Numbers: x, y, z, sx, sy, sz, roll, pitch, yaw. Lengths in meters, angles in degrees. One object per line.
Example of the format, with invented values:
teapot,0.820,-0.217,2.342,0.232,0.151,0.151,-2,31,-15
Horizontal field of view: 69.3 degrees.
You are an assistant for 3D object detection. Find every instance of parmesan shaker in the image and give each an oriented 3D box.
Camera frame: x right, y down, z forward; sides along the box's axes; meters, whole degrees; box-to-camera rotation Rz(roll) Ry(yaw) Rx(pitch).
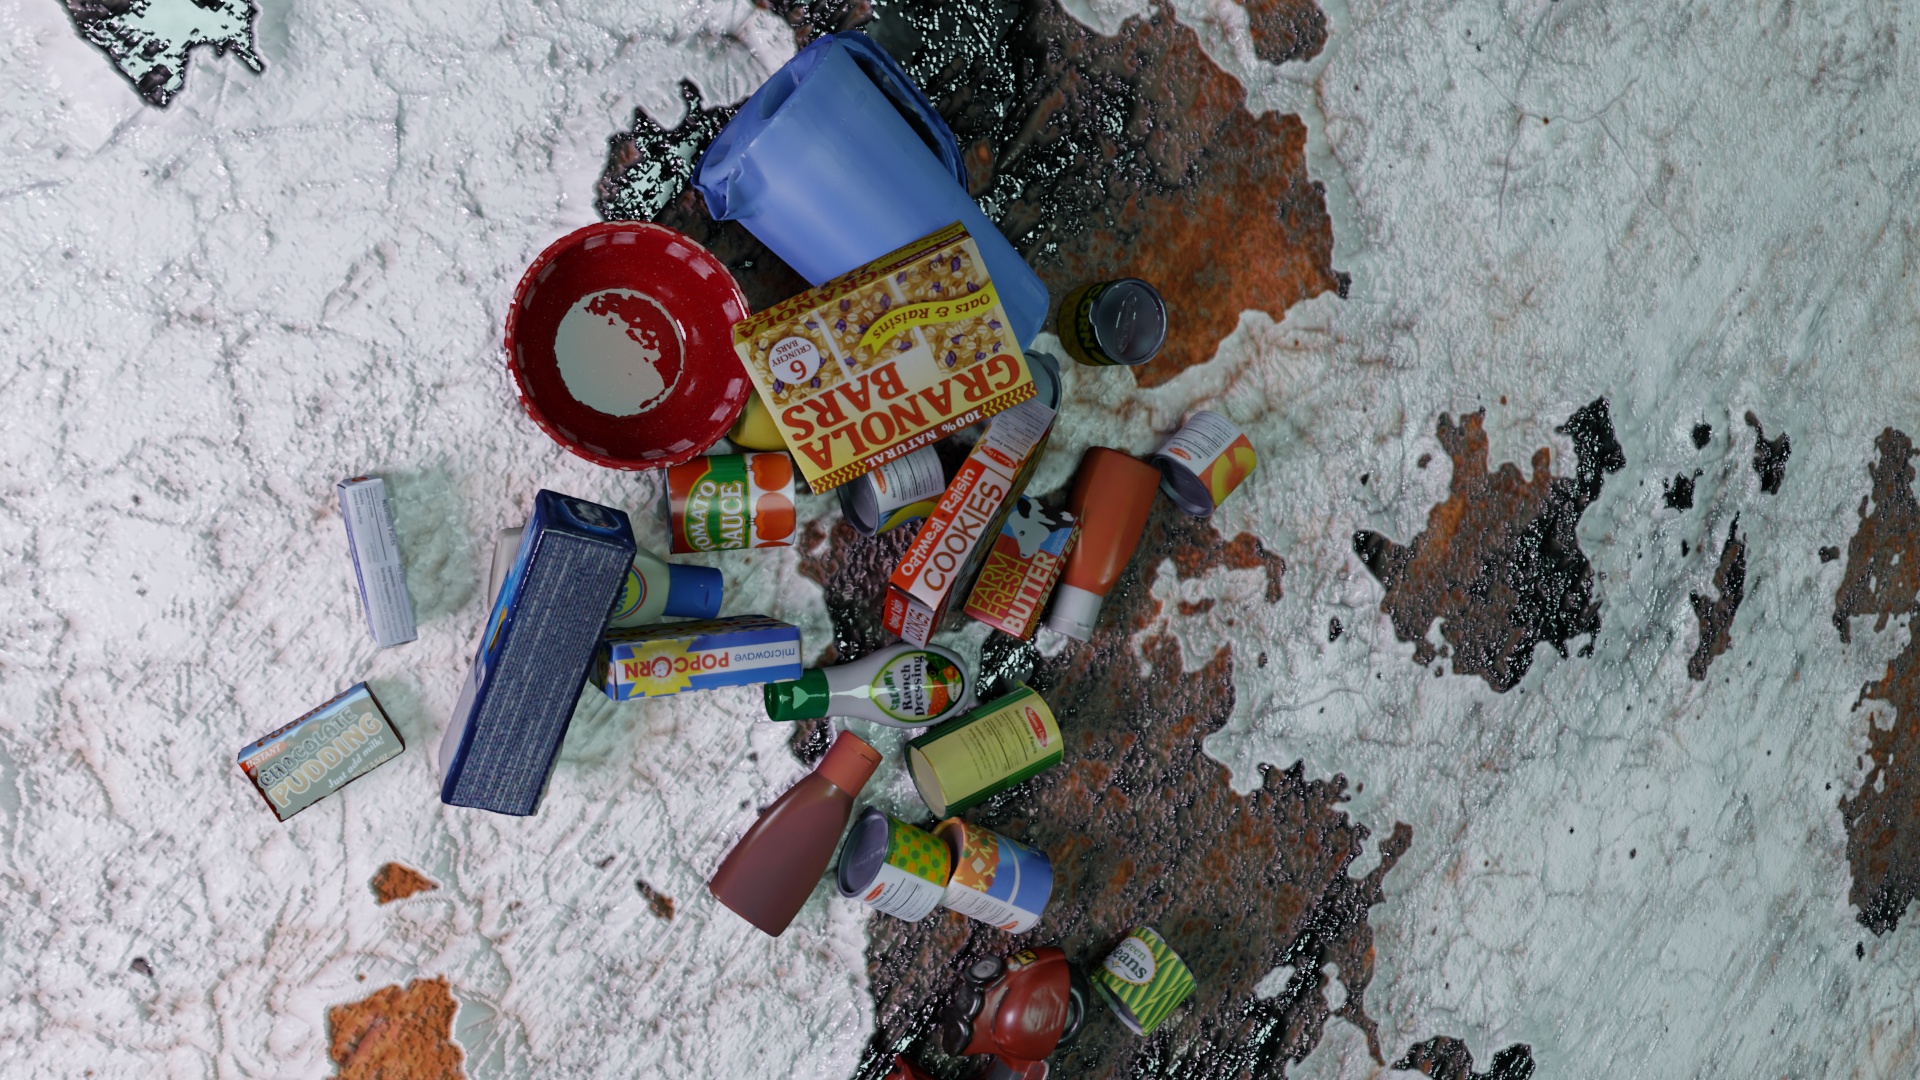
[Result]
parmesan shaker,0.016,0.157,1.047,0.103,0.071,0.071,-23,104,-22

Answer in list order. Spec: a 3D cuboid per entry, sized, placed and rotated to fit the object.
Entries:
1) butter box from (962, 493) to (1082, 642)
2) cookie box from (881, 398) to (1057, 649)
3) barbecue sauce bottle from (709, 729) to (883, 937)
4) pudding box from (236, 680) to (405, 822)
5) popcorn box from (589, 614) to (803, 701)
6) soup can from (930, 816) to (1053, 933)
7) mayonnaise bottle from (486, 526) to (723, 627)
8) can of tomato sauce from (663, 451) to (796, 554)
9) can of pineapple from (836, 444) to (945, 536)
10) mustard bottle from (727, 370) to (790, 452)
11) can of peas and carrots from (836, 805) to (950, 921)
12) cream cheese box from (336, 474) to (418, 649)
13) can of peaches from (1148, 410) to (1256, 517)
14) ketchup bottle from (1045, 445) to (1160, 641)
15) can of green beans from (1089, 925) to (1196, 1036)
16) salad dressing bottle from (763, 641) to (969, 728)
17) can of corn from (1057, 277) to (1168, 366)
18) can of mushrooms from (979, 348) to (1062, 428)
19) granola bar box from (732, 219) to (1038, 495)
butter box,0.047,0.021,1.057,0.103,0.053,0.024,-64,159,-8
cookie box,0.004,-0.012,0.985,0.040,0.122,0.168,31,72,5
barbecue sauce bottle,-0.113,0.207,1.000,0.065,0.043,0.149,42,76,-23
pudding box,-0.395,0.130,0.862,0.084,0.030,0.049,-32,106,-21
popcorn box,-0.179,0.077,0.933,0.127,0.085,0.038,-5,96,-25
soup can,0.018,0.252,1.056,0.084,0.071,0.071,28,82,-25
mayonnaise bottle,-0.234,0.029,0.925,0.148,0.041,0.064,6,99,-26
can of tomato sauce,-0.156,-0.025,0.935,0.083,0.071,0.071,-4,96,-13
can of pineapple,-0.052,-0.042,0.997,0.058,0.071,0.071,-19,103,-25
mustard bottle,-0.084,-0.099,0.984,0.161,0.049,0.065,-8,103,-25
can of peas and carrots,-0.049,0.238,1.023,0.058,0.071,0.071,29,82,-26
cream cheese box,-0.360,0.013,0.856,0.024,0.053,0.103,-14,100,-26
can of peaches,0.195,-0.061,1.117,0.058,0.071,0.071,-44,111,-17
ketchup bottle,0.107,0.004,1.090,0.065,0.043,0.149,21,85,-26
can of green beans,0.147,0.357,1.127,0.058,0.071,0.071,-38,109,-18
salad dressing bottle,-0.068,0.108,1.013,0.148,0.044,0.064,-2,89,-26
can of corn,0.114,-0.168,1.071,0.071,0.058,0.071,-3,96,-26
can of mushrooms,0.043,-0.114,1.054,0.071,0.033,0.071,-2,95,-25
granola bar box,-0.048,-0.118,0.913,0.165,0.039,0.123,-24,122,3
